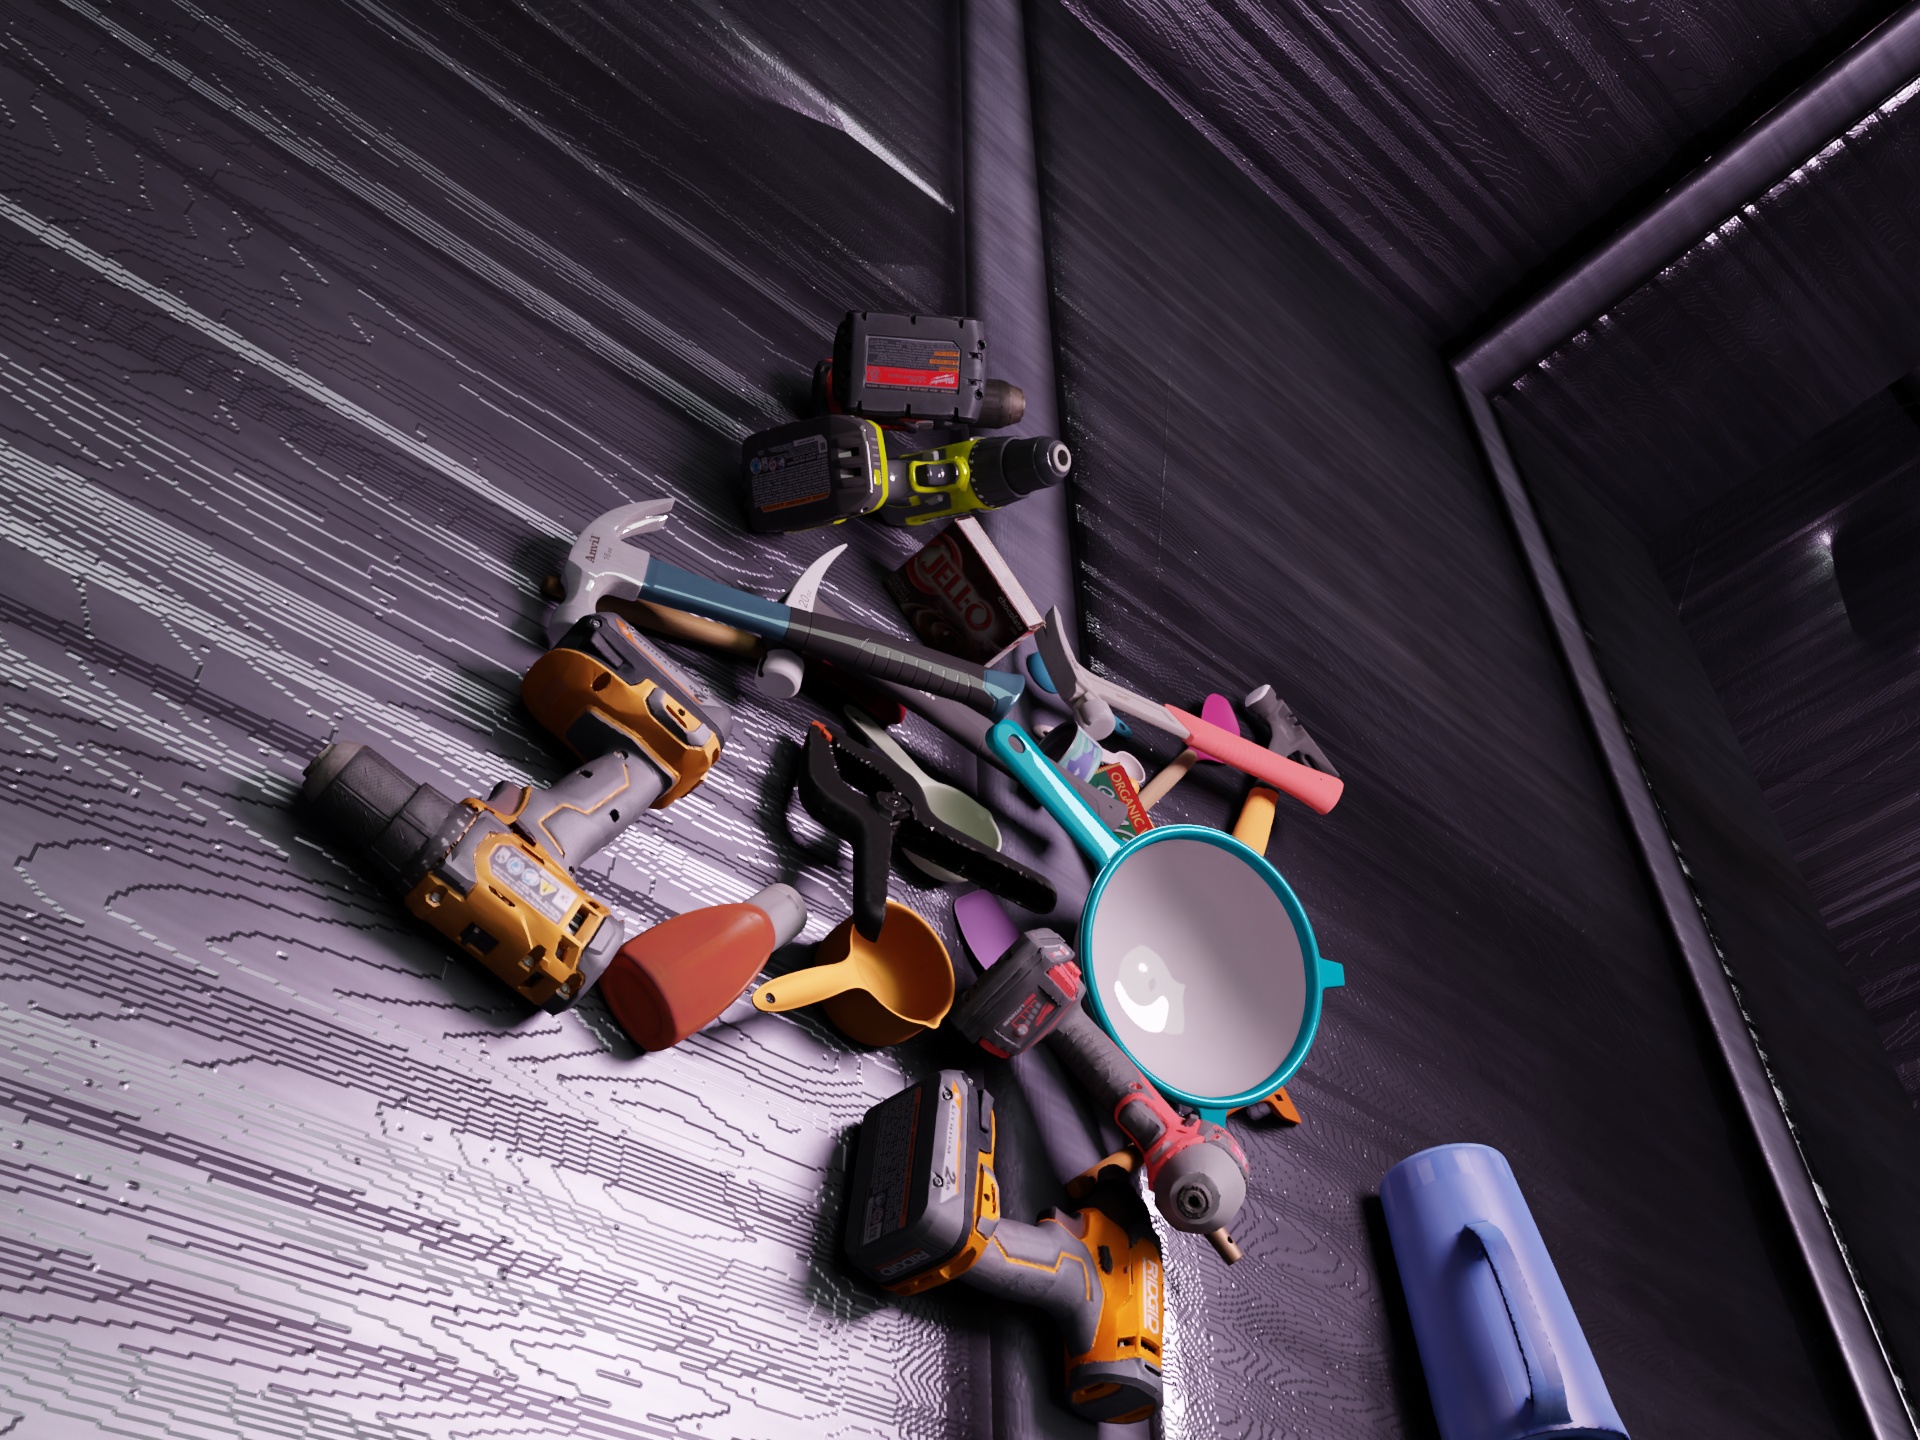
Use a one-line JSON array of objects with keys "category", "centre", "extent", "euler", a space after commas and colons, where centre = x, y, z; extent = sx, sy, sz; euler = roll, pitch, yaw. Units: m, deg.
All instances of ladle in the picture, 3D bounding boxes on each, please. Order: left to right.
[{"category": "ladle", "centre": [-0.155, -0.055, 1.140], "extent": [0.315, 0.031, 0.069], "euler": [17, 34, -39]}]

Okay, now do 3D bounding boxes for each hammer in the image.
[{"category": "hammer", "centre": [-0.107, -0.061, 1.090], "extent": [0.330, 0.033, 0.128], "euler": [18, 52, -19]}, {"category": "hammer", "centre": [-0.002, -0.004, 1.205], "extent": [0.334, 0.035, 0.146], "euler": [33, 44, -24]}, {"category": "hammer", "centre": [0.221, 0.009, 1.464], "extent": [0.358, 0.036, 0.149], "euler": [22, 32, -34]}, {"category": "hammer", "centre": [0.294, 0.089, 1.541], "extent": [0.127, 0.034, 0.337], "euler": [51, 33, -9]}]

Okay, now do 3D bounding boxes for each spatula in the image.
[{"category": "spatula", "centre": [0.095, 0.250, 1.130], "extent": [0.059, 0.018, 0.316], "euler": [-17, 64, -52]}, {"category": "spatula", "centre": [0.174, 0.305, 1.198], "extent": [0.322, 0.041, 0.081], "euler": [-9, 65, -49]}]

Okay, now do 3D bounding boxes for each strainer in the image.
[{"category": "strainer", "centre": [0.120, 0.143, 1.203], "extent": [0.340, 0.095, 0.211], "euler": [49, 58, -2]}]

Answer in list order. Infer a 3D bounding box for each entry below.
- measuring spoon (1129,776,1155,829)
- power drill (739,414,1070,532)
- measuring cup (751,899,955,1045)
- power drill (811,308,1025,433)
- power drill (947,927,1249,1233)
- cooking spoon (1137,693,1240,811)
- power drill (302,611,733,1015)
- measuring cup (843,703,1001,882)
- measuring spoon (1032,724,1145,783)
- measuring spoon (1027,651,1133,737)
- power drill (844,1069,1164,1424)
[{"category": "measuring spoon", "centre": [0.170, 0.100, 1.379], "extent": [0.117, 0.011, 0.021], "euler": [63, 34, -7]}, {"category": "power drill", "centre": [-0.042, -0.197, 1.276], "extent": [0.228, 0.190, 0.080], "euler": [-8, 93, -48]}, {"category": "measuring cup", "centre": [-0.079, 0.168, 0.993], "extent": [0.173, 0.052, 0.095], "euler": [-6, 63, -51]}, {"category": "power drill", "centre": [-0.028, -0.276, 1.318], "extent": [0.188, 0.080, 0.227], "euler": [3, 4, -7]}, {"category": "power drill", "centre": [0.099, 0.241, 1.041], "extent": [0.220, 0.078, 0.143], "euler": [45, 5, 12]}, {"category": "cooking spoon", "centre": [0.207, 0.042, 1.496], "extent": [0.319, 0.017, 0.068], "euler": [-34, 102, -57]}, {"category": "power drill", "centre": [-0.244, 0.032, 0.901], "extent": [0.185, 0.084, 0.226], "euler": [41, 38, -14]}, {"category": "measuring cup", "centre": [-0.040, 0.055, 1.175], "extent": [0.168, 0.038, 0.083], "euler": [46, 28, 23]}, {"category": "measuring spoon", "centre": [0.110, 0.031, 1.398], "extent": [0.124, 0.018, 0.034], "euler": [22, 38, -27]}, {"category": "measuring spoon", "centre": [0.115, -0.024, 1.443], "extent": [0.128, 0.021, 0.042], "euler": [35, 36, -21]}, {"category": "power drill", "centre": [0.040, 0.309, 0.977], "extent": [0.226, 0.084, 0.164], "euler": [40, 33, -25]}]
